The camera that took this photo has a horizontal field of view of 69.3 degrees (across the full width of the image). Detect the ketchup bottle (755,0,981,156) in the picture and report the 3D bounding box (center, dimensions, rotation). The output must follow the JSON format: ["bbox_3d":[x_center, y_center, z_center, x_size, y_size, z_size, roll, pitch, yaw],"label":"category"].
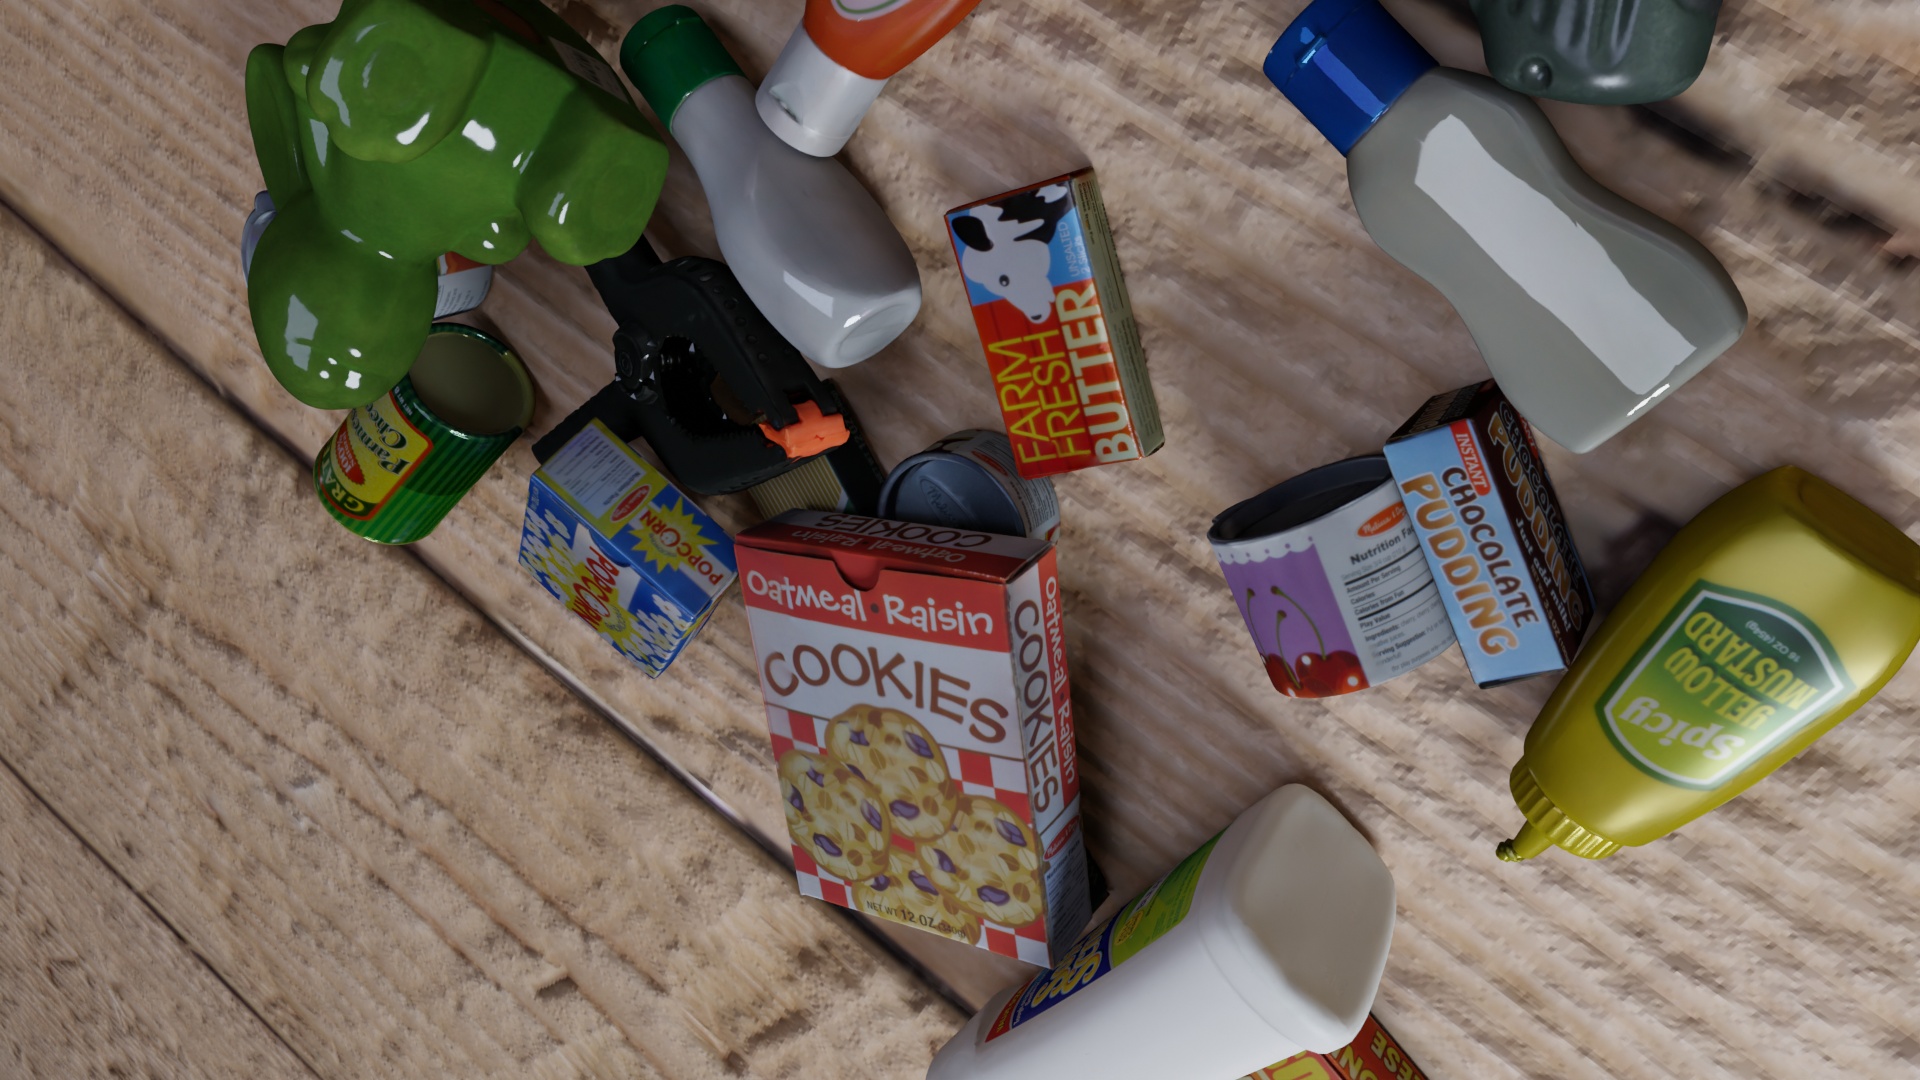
[{"bbox_3d":[-0.019,-0.195,0.465,0.065,0.044,0.148,48,128,6],"label":"ketchup bottle"}]

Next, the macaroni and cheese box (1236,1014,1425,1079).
[{"bbox_3d":[0.122,0.259,0.576,0.124,0.040,0.165,49,128,4],"label":"macaroni and cheese box"}]

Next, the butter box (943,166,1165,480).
[{"bbox_3d":[0.034,-0.075,0.495,0.053,0.024,0.103,-7,106,34],"label":"butter box"}]

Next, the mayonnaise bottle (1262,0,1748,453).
[{"bbox_3d":[0.151,-0.098,0.402,0.148,0.041,0.064,49,126,7],"label":"mayonnaise bottle"}]

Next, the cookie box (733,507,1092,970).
[{"bbox_3d":[-0.018,0.075,0.543,0.123,0.040,0.166,7,116,31],"label":"cookie box"}]

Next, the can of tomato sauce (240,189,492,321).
[{"bbox_3d":[-0.266,-0.128,0.626,0.071,0.083,0.071,13,117,27],"label":"can of tomato sauce"}]

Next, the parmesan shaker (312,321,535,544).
[{"bbox_3d":[-0.258,-0.053,0.666,0.102,0.071,0.071,-36,89,37],"label":"parmesan shaker"}]

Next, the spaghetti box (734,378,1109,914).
[{"bbox_3d":[-0.018,0.054,0.582,0.050,0.029,0.250,-25,96,38],"label":"spaghetti box"}]

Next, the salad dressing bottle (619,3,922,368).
[{"bbox_3d":[-0.073,-0.134,0.518,0.148,0.064,0.043,54,138,11],"label":"salad dressing bottle"}]

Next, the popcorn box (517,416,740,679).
[{"bbox_3d":[-0.143,0.008,0.596,0.085,0.038,0.126,42,155,-3],"label":"popcorn box"}]

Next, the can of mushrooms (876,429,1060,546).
[{"bbox_3d":[0.002,-0.007,0.540,0.071,0.033,0.070,13,117,27],"label":"can of mushrooms"}]

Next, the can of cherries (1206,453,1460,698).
[{"bbox_3d":[0.121,0.011,0.454,0.071,0.072,0.058,-19,101,37],"label":"can of cherries"}]

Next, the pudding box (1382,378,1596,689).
[{"bbox_3d":[0.164,-0.003,0.428,0.030,0.050,0.083,-17,100,38],"label":"pudding box"}]

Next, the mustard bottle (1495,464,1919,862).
[{"bbox_3d":[0.214,0.053,0.421,0.065,0.049,0.159,38,126,15],"label":"mustard bottle"}]
